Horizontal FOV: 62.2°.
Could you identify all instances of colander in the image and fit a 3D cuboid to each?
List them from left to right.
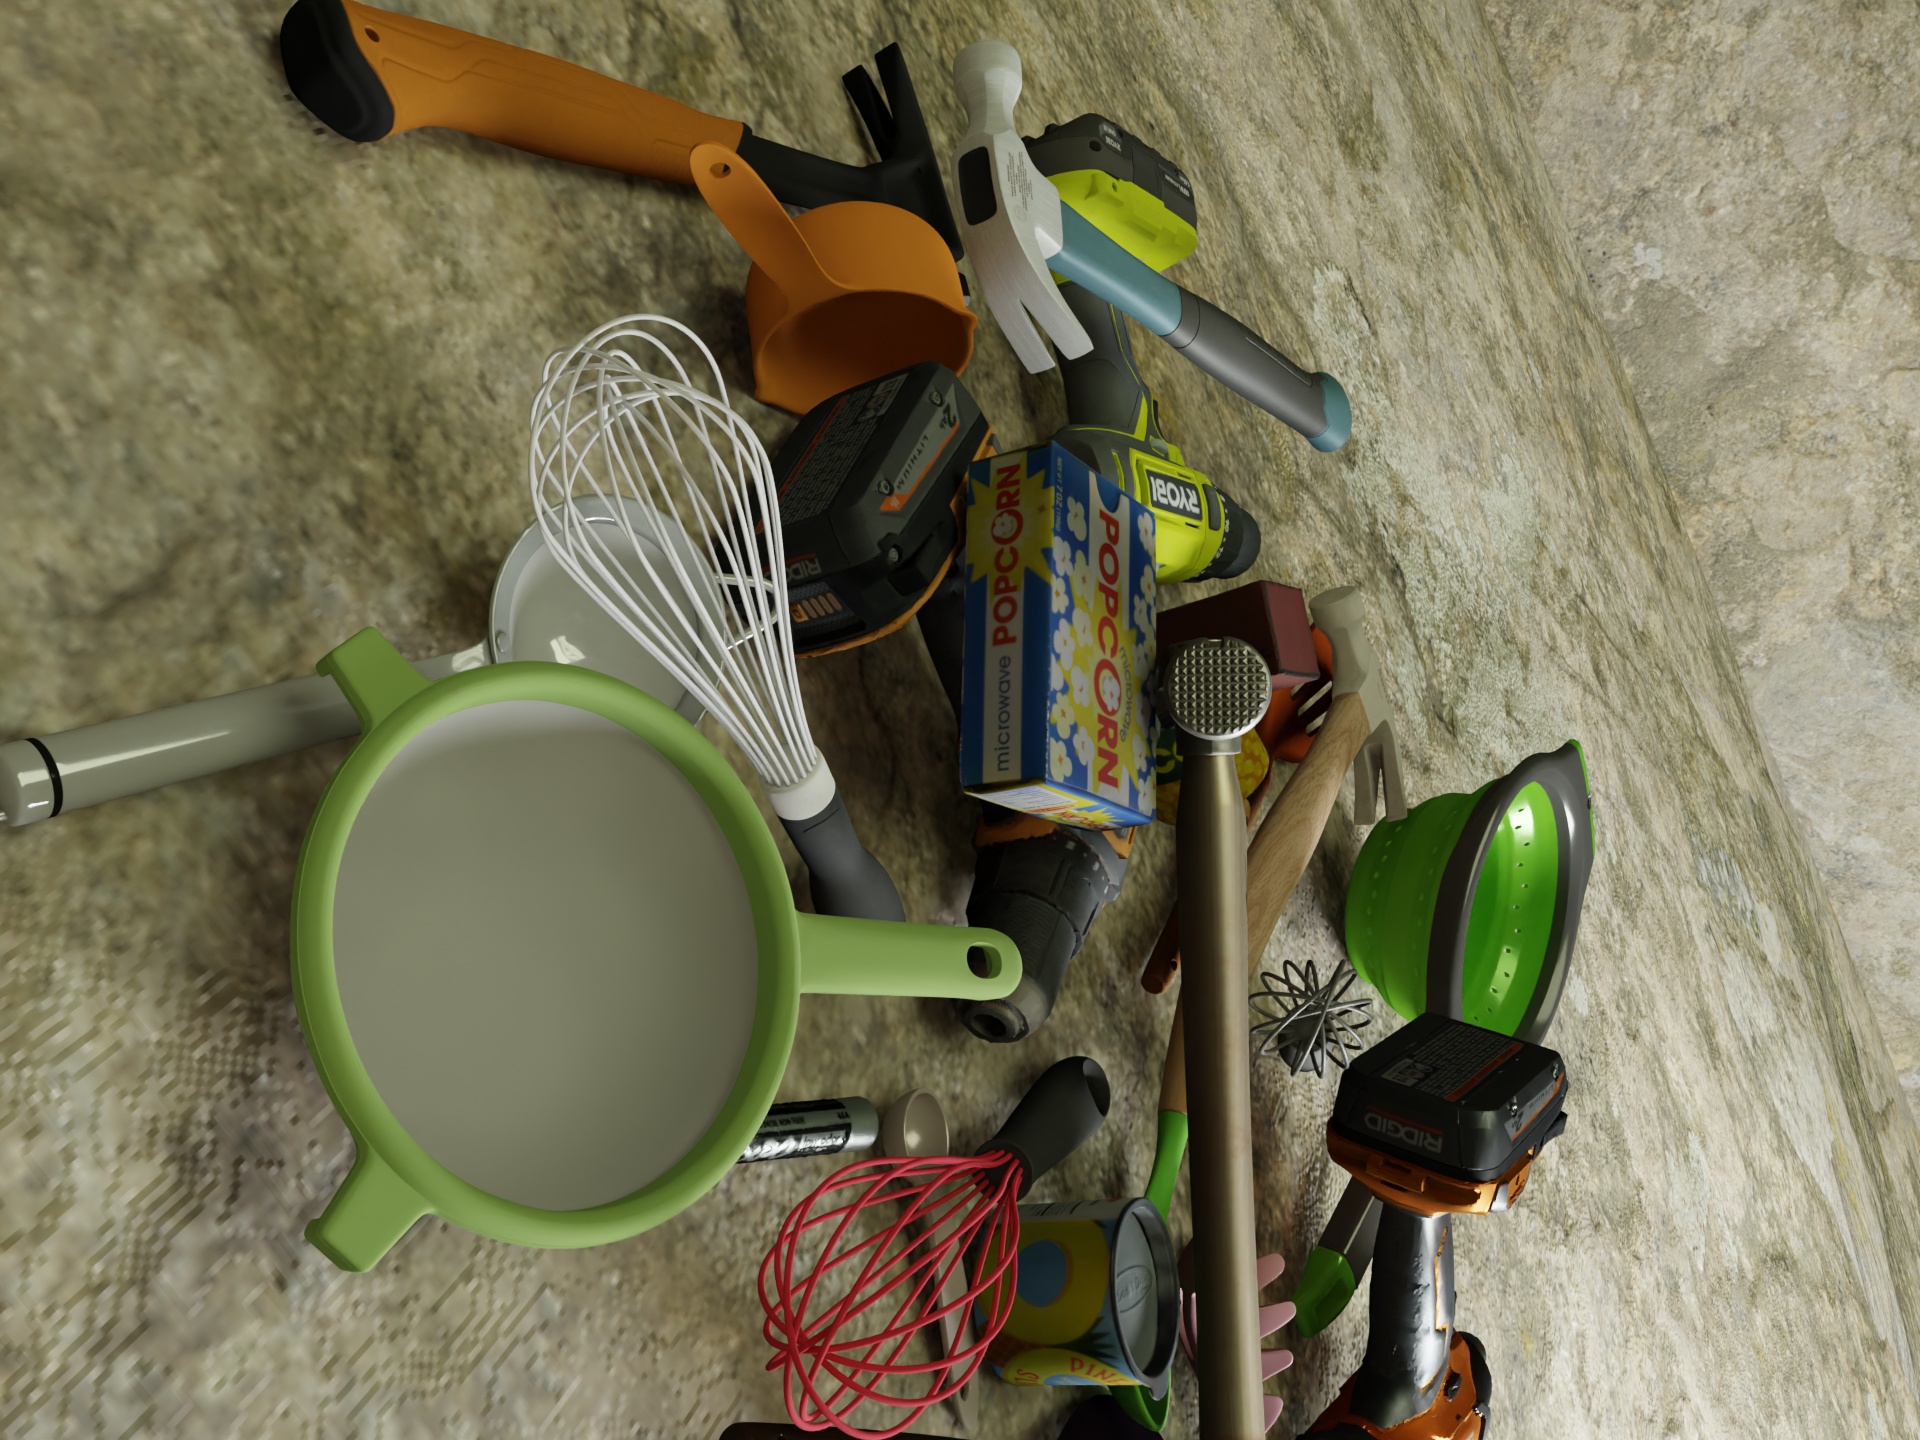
[{"bbox_3d":[0.250,0.166,0.911,0.397,0.094,0.204,-49,133,-32],"label":"colander"}]

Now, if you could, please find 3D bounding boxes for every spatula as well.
[{"bbox_3d":[0.015,0.256,0.546,0.315,0.018,0.060,40,30,-51],"label":"spatula"},{"bbox_3d":[0.163,0.046,0.873,0.081,0.041,0.323,63,35,-17],"label":"spatula"}]

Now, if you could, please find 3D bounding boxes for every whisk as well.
[{"bbox_3d":[-0.062,-0.001,0.496,0.284,0.070,0.070,71,25,-46],"label":"whisk"},{"bbox_3d":[0.008,0.161,0.550,0.295,0.073,0.073,-7,80,-71],"label":"whisk"},{"bbox_3d":[0.165,0.150,0.757,0.238,0.055,0.055,56,27,-70],"label":"whisk"}]

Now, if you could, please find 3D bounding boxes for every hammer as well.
[{"bbox_3d":[-0.109,-0.231,0.617,0.337,0.034,0.127,-13,87,-56],"label":"hammer"},{"bbox_3d":[0.108,-0.199,0.783,0.330,0.033,0.128,14,68,-50],"label":"hammer"},{"bbox_3d":[0.104,0.174,0.636,0.146,0.038,0.410,-4,92,-85],"label":"hammer"},{"bbox_3d":[0.180,0.047,0.831,0.331,0.031,0.130,-46,118,-53],"label":"hammer"}]

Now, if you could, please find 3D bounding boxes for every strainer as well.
[{"bbox_3d":[-0.154,-0.011,0.445,0.258,0.050,0.087,-21,105,-51],"label":"strainer"},{"bbox_3d":[-0.085,0.072,0.467,0.256,0.069,0.152,13,65,-48],"label":"strainer"}]

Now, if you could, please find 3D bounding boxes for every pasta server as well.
[{"bbox_3d":[0.147,0.375,0.697,0.040,0.060,0.316,-16,91,-28],"label":"pasta server"}]

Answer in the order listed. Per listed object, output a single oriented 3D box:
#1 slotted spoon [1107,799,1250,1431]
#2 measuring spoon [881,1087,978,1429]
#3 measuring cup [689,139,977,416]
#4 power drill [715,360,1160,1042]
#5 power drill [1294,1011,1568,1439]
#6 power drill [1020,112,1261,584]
[{"bbox_3d":[0.102,0.159,0.724,0.070,0.031,0.314,61,36,-41],"label":"slotted spoon"},{"bbox_3d":[-0.011,0.196,0.579,0.034,0.018,0.124,-7,87,-65],"label":"measuring spoon"},{"bbox_3d":[-0.057,-0.178,0.596,0.173,0.095,0.052,42,35,-62],"label":"measuring cup"},{"bbox_3d":[-0.001,-0.002,0.629,0.226,0.084,0.185,56,38,-30],"label":"power drill"},{"bbox_3d":[0.228,0.264,0.768,0.164,0.084,0.226,-9,108,-52],"label":"power drill"},{"bbox_3d":[0.092,-0.183,0.847,0.190,0.080,0.228,5,74,-53],"label":"power drill"}]
